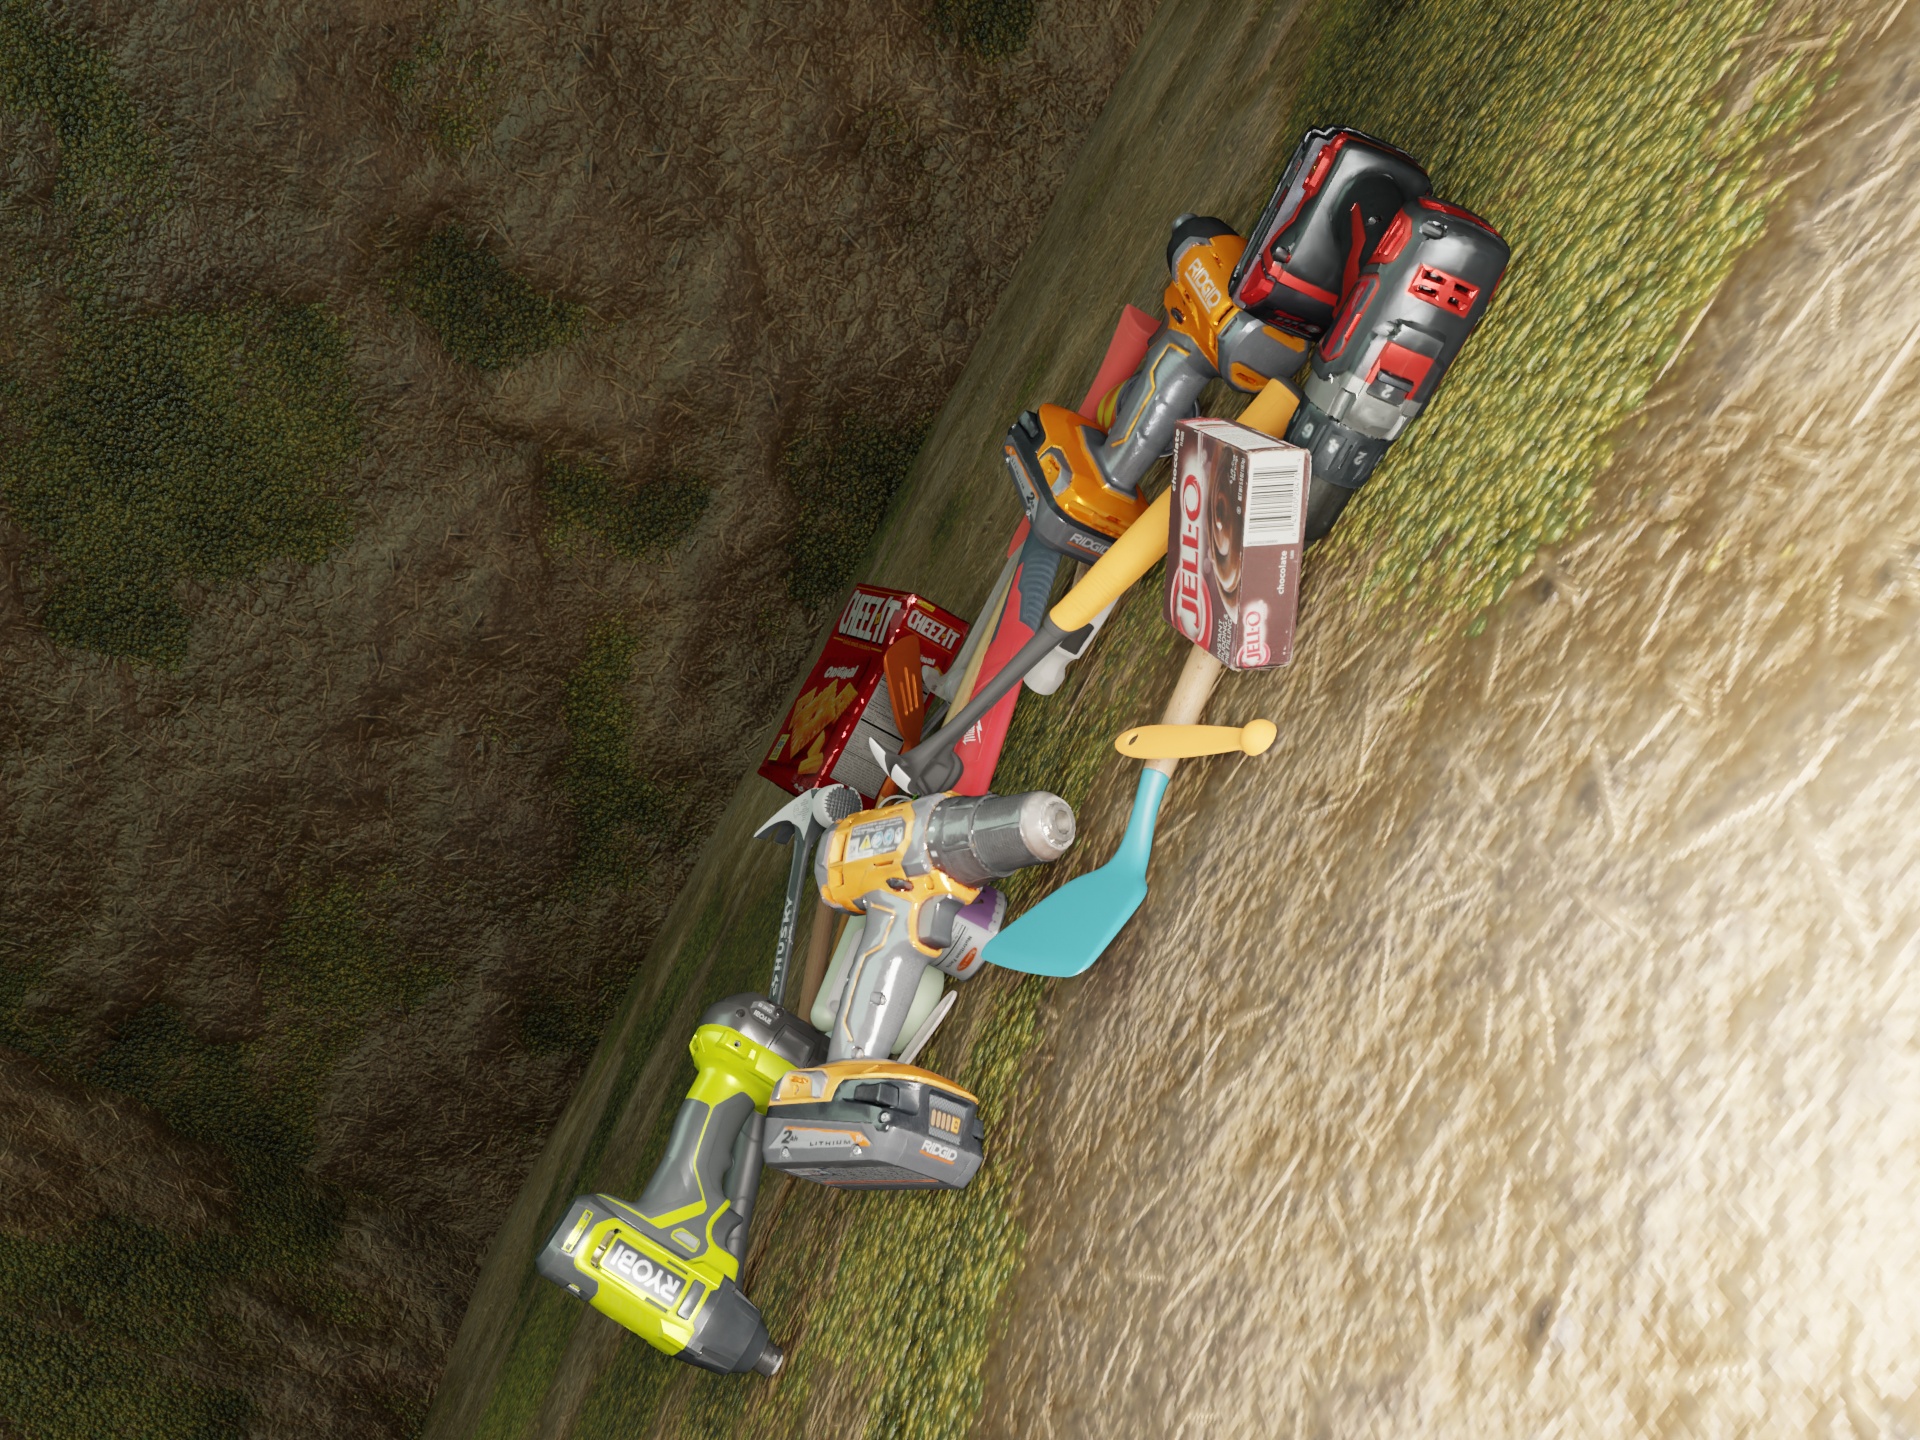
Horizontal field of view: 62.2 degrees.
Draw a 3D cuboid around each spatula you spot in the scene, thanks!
[{"bbox_3d":[-0.124,0.168,1.471,0.060,0.018,0.316,-32,42,49],"label":"spatula"},{"bbox_3d":[-0.078,0.083,1.388,0.081,0.041,0.322,-39,-31,-67],"label":"spatula"},{"bbox_3d":[0.111,0.001,0.867,0.082,0.044,0.318,0,60,54],"label":"spatula"}]

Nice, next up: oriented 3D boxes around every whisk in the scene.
[{"bbox_3d":[-0.072,0.150,1.284,0.059,0.057,0.246,-27,28,37],"label":"whisk"}]

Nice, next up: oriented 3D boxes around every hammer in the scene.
[{"bbox_3d":[0.024,-0.049,1.135,0.143,0.038,0.387,-14,42,36],"label":"hammer"},{"bbox_3d":[0.081,-0.081,0.954,0.337,0.034,0.127,-45,-12,4],"label":"hammer"},{"bbox_3d":[0.068,-0.178,1.332,0.359,0.036,0.149,-62,12,4],"label":"hammer"},{"bbox_3d":[0.115,-0.167,1.274,0.130,0.031,0.332,-54,14,41],"label":"hammer"},{"bbox_3d":[-0.156,0.256,1.269,0.149,0.036,0.409,-17,60,60],"label":"hammer"}]

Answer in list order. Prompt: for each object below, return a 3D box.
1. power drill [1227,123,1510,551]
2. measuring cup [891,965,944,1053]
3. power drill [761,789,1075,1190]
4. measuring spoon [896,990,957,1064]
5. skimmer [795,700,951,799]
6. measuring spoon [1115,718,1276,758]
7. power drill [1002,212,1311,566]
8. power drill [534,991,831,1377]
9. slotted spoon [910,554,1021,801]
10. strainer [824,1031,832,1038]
[{"bbox_3d":[0.204,-0.210,0.860,0.227,0.080,0.187,-88,20,-56],"label":"power drill"},{"bbox_3d":[-0.058,0.221,1.147,0.167,0.038,0.083,-54,14,47],"label":"measuring cup"},{"bbox_3d":[-0.020,0.146,0.908,0.185,0.084,0.226,-16,54,42],"label":"power drill"},{"bbox_3d":[-0.034,0.236,1.071,0.124,0.018,0.034,-55,11,4],"label":"measuring spoon"},{"bbox_3d":[-0.057,-0.004,1.517,0.363,0.090,0.127,-46,28,53],"label":"skimmer"},{"bbox_3d":[0.116,0.008,0.816,0.117,0.011,0.021,-3,53,56],"label":"measuring spoon"},{"bbox_3d":[0.128,-0.234,1.094,0.226,0.084,0.164,-48,41,31],"label":"power drill"},{"bbox_3d":[-0.155,0.314,1.078,0.223,0.171,0.080,-60,8,-33],"label":"power drill"},{"bbox_3d":[-0.002,-0.004,1.250,0.314,0.031,0.070,-65,-20,1],"label":"slotted spoon"},{"bbox_3d":[-0.109,0.267,1.264,0.258,0.050,0.087,-47,26,38],"label":"strainer"}]
